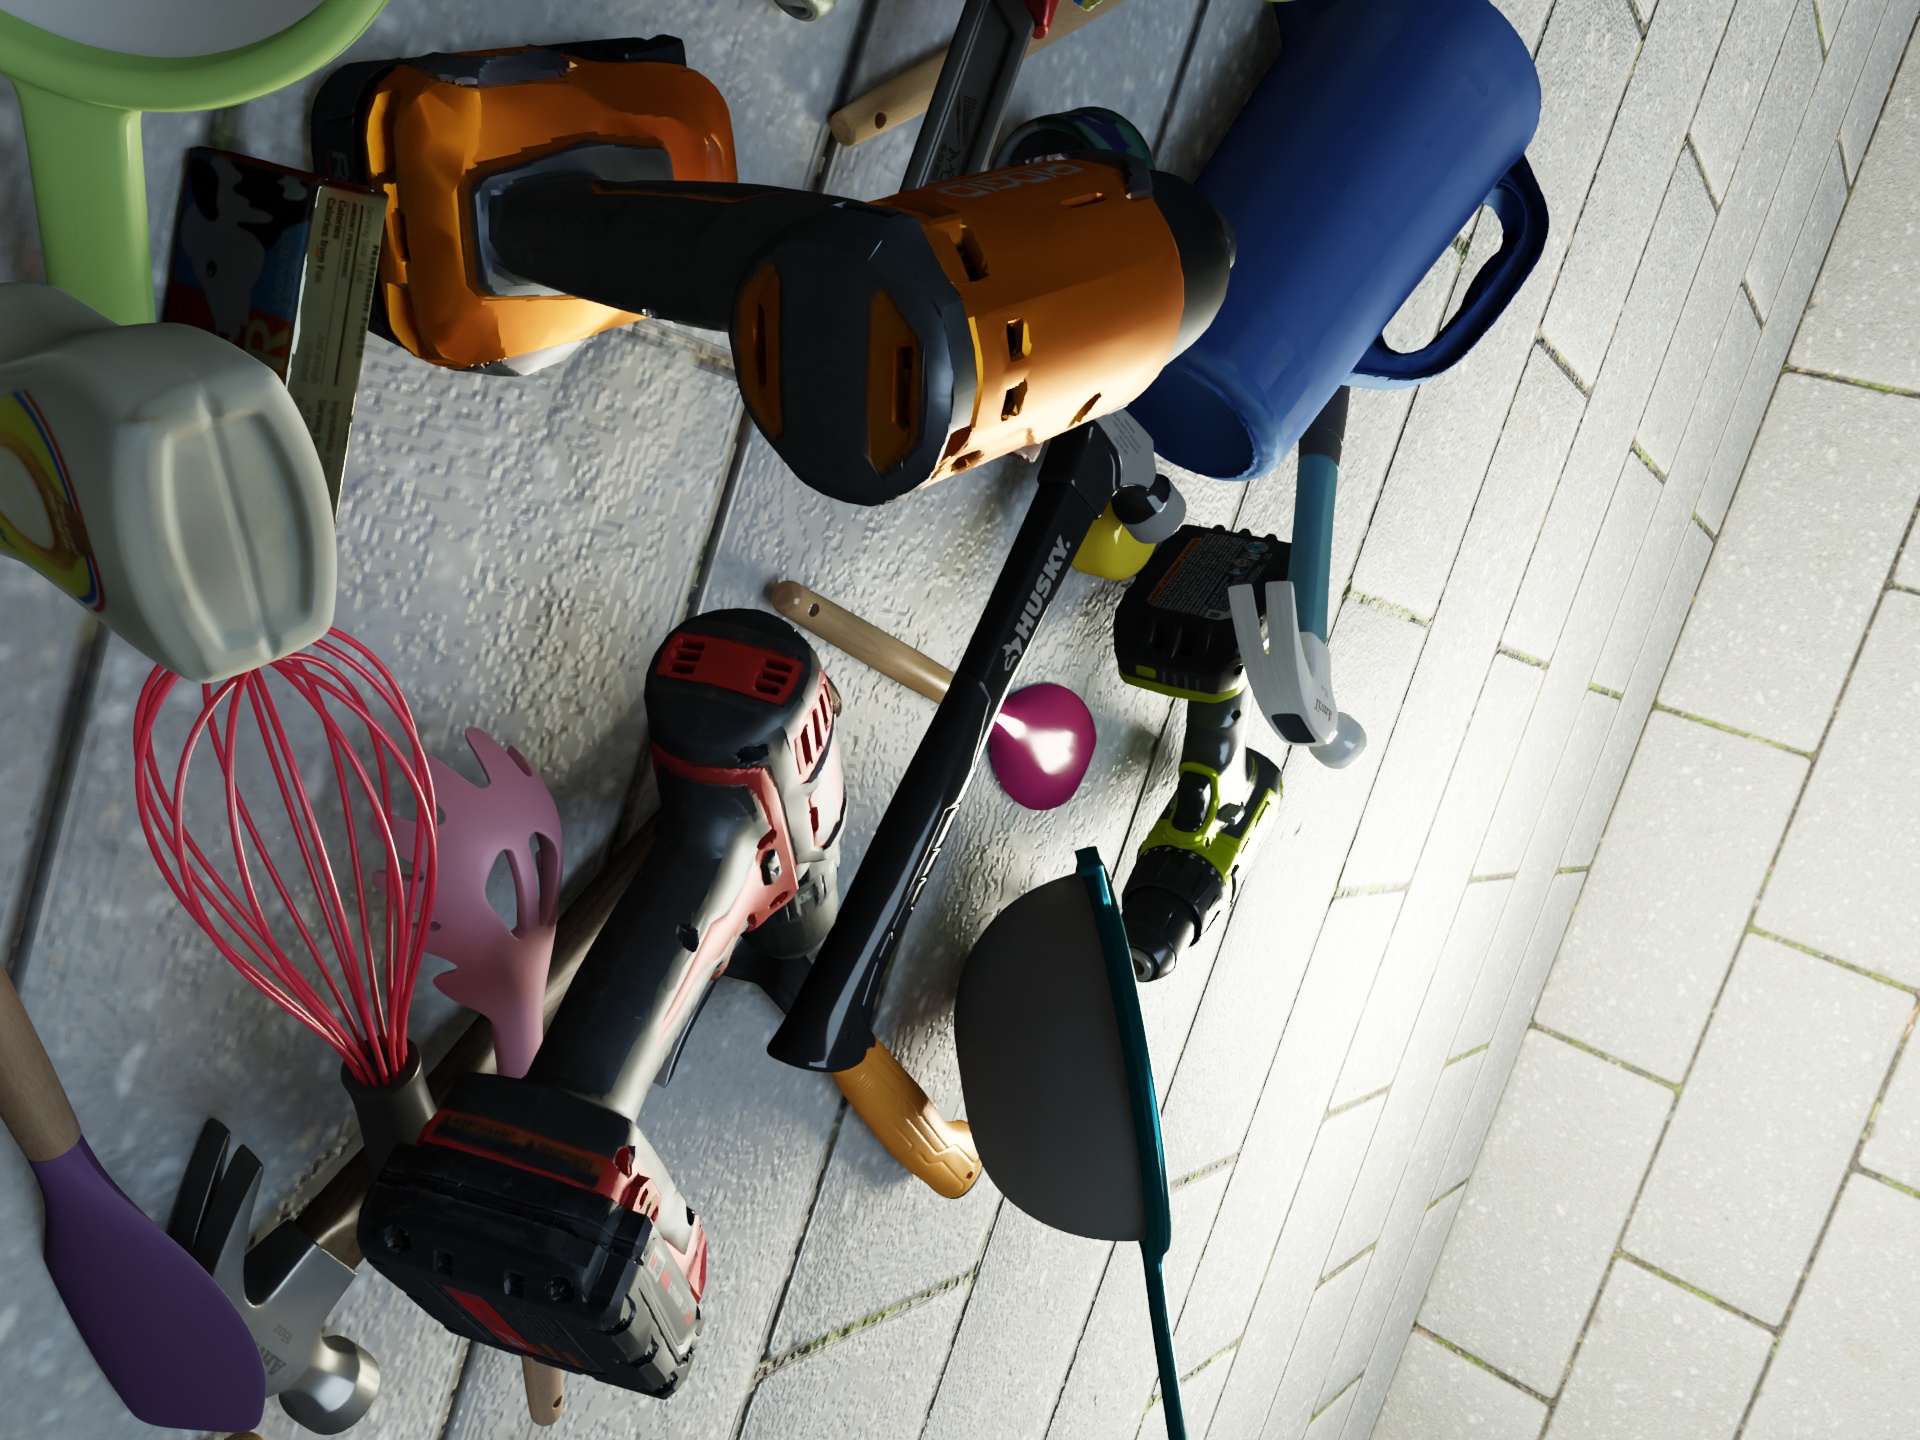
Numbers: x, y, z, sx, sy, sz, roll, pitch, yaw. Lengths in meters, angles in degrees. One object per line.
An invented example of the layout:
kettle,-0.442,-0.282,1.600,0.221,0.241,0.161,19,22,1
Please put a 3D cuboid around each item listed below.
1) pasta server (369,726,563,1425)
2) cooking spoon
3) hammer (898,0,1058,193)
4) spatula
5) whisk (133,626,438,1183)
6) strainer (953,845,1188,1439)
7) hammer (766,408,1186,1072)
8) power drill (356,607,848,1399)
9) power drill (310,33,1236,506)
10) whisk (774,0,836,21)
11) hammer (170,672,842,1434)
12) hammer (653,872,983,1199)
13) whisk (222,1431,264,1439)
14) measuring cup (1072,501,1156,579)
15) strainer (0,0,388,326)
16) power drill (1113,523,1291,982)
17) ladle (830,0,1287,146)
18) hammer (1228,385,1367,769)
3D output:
pasta server,-0.159,0.145,0.563,0.060,0.040,0.316,-32,139,-44
cooking spoon,0.001,-0.011,0.770,0.318,0.017,0.069,28,84,-59
hammer,0.039,-0.294,0.570,0.037,0.149,0.359,171,-62,-80
spatula,-0.255,0.097,0.433,0.018,0.060,0.315,-77,164,-57
whisk,-0.175,0.090,0.471,0.073,0.073,0.295,-39,146,-38
strainer,0.054,0.242,0.828,0.211,0.095,0.340,84,-2,-75
hammer,-0.001,-0.002,0.704,0.146,0.035,0.335,41,69,-45
power drill,-0.094,0.098,0.535,0.187,0.080,0.227,88,18,-56
power drill,-0.044,-0.129,0.426,0.164,0.227,0.084,-31,133,-44
whisk,-0.078,-0.236,0.426,0.059,0.058,0.246,-66,170,11
hammer,-0.154,0.098,0.592,0.331,0.031,0.129,-51,146,-25
hammer,-0.054,0.177,0.790,0.127,0.034,0.336,-56,147,-20
whisk,-0.316,0.283,0.464,0.245,0.051,0.047,-21,147,-55
measuring cup,0.103,-0.145,0.828,0.062,0.029,0.156,26,89,-59
strainer,-0.179,-0.167,0.344,0.069,0.151,0.256,-81,-172,-48
power drill,0.136,0.022,0.915,0.191,0.080,0.228,-50,145,-46
ladle,0.068,-0.300,0.656,0.320,0.062,0.078,-41,140,-32
hammer,0.194,-0.149,0.856,0.128,0.033,0.331,30,63,-52
